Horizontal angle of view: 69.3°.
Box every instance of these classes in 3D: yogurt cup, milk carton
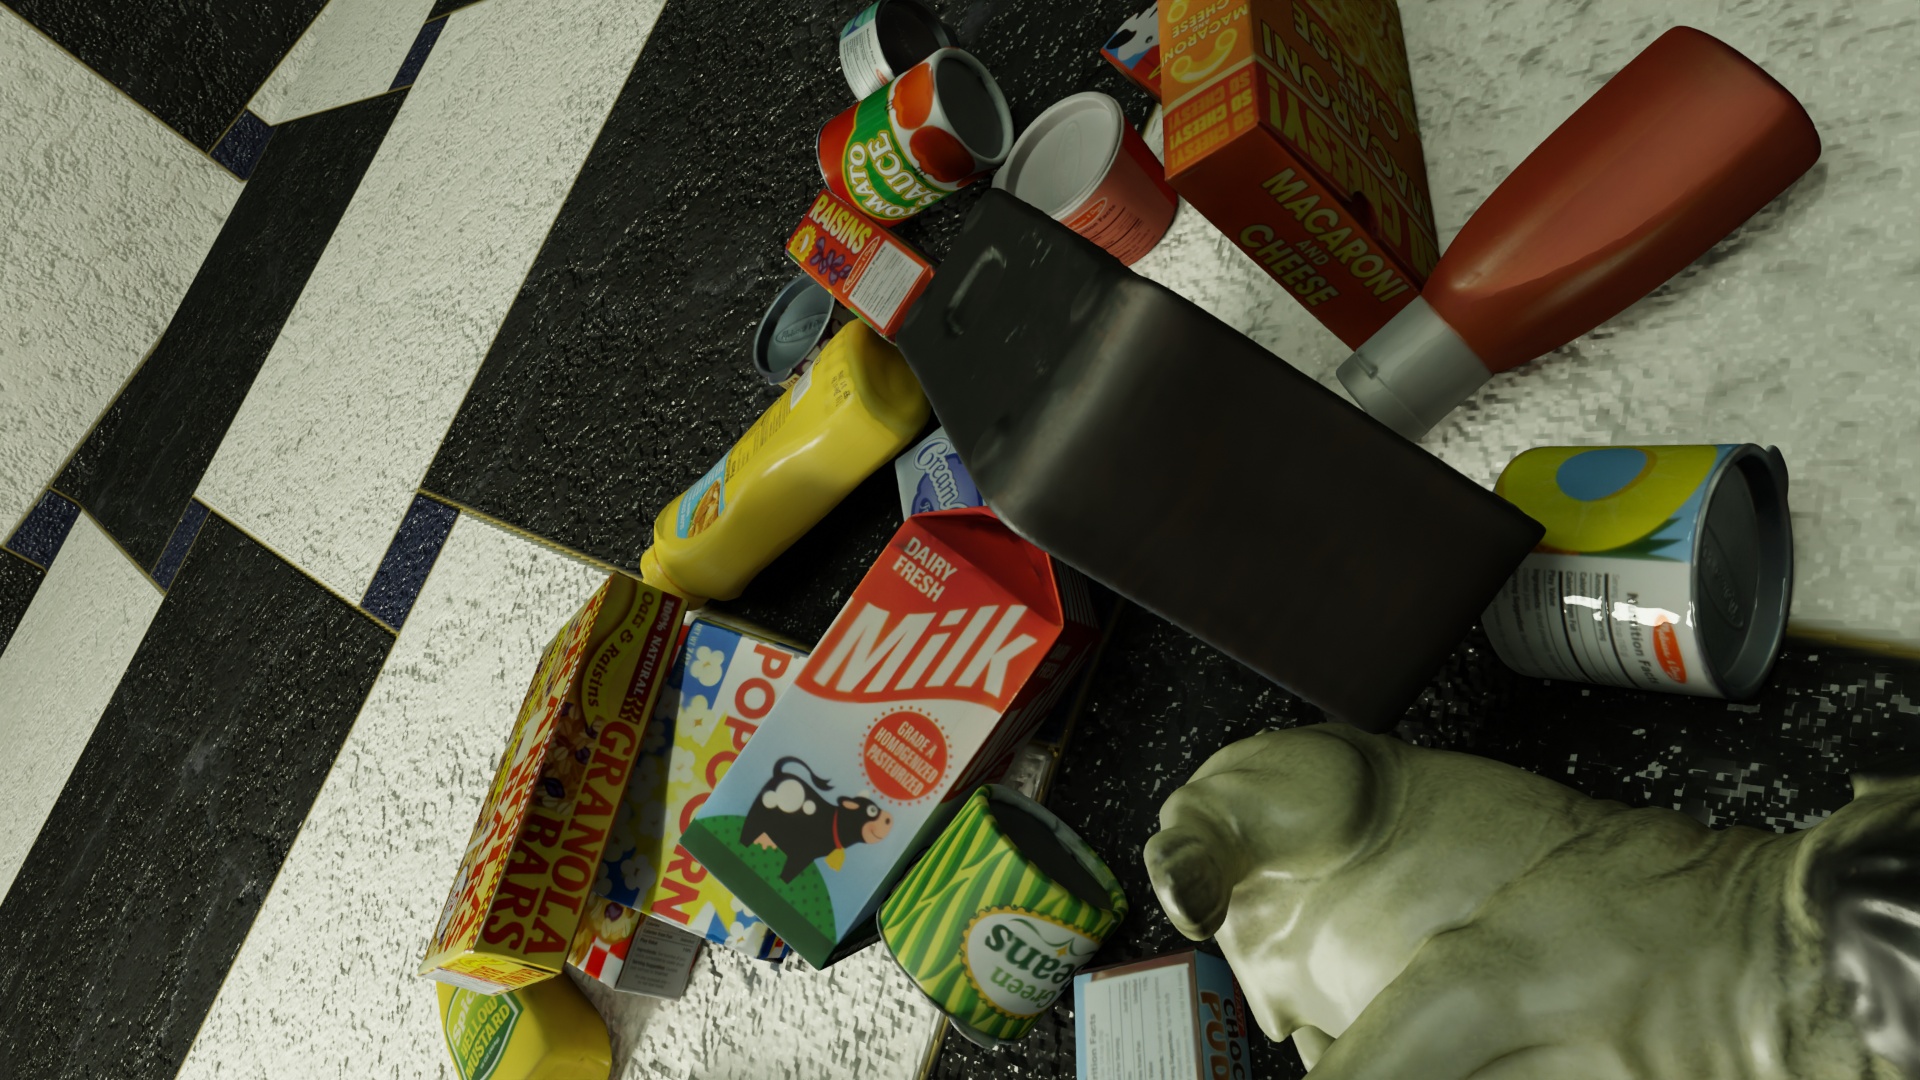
[{"bbox_3d":[0.059,-0.155,0.616,0.072,0.054,0.073,-26,50,35],"label":"yogurt cup"},{"bbox_3d":[-0.012,0.058,0.520,0.073,0.072,0.190,37,93,18],"label":"milk carton"}]

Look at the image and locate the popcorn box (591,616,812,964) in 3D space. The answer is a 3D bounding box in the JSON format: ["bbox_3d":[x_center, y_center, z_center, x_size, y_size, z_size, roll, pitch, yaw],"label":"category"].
[{"bbox_3d":[-0.095,0.106,0.598,0.085,0.038,0.127,17,77,15],"label":"popcorn box"}]

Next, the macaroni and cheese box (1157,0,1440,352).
[{"bbox_3d":[0.121,-0.168,0.502,0.040,0.123,0.167,-24,51,38],"label":"macaroni and cheese box"}]

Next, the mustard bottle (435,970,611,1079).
[{"bbox_3d":[-0.223,0.228,0.678,0.160,0.049,0.065,24,84,51],"label":"mustard bottle"}]

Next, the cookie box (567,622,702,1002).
[{"bbox_3d":[-0.153,0.122,0.679,0.123,0.040,0.168,3,70,48],"label":"cookie box"}]

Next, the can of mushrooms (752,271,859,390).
[{"bbox_3d":[-0.080,-0.108,0.751,0.071,0.033,0.071,-25,50,34],"label":"can of mushrooms"}]

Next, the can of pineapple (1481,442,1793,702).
[{"bbox_3d":[0.182,0.006,0.374,0.058,0.071,0.071,4,69,48],"label":"can of pineapple"}]

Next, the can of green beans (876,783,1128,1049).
[{"bbox_3d":[0.015,0.126,0.475,0.057,0.071,0.071,-52,39,9],"label":"can of green beans"}]

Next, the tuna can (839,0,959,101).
[{"bbox_3d":[-0.033,-0.270,0.781,0.032,0.071,0.071,-16,55,41],"label":"tuna can"}]

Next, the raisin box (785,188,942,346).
[{"bbox_3d":[-0.020,-0.113,0.648,0.040,0.086,0.124,-57,39,11],"label":"raisin box"}]

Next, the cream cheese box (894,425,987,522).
[{"bbox_3d":[0.002,-0.008,0.607,0.053,0.024,0.104,-35,45,27],"label":"cream cheese box"}]

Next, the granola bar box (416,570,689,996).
[{"bbox_3d":[-0.178,0.109,0.610,0.123,0.039,0.166,-35,36,54],"label":"granola bar box"}]

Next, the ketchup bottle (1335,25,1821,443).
[{"bbox_3d":[0.189,-0.092,0.445,0.148,0.043,0.065,-43,41,20],"label":"ketchup bottle"}]

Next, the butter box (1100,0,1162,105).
[{"bbox_3d":[0.108,-0.219,0.628,0.053,0.024,0.104,-46,41,15],"label":"butter box"}]

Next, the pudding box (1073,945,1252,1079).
[{"bbox_3d":[0.062,0.172,0.424,0.049,0.030,0.084,-25,50,34],"label":"pudding box"}]

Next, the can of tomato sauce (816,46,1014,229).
[{"bbox_3d":[-0.024,-0.208,0.728,0.083,0.071,0.071,-20,53,38],"label":"can of tomato sauce"}]
